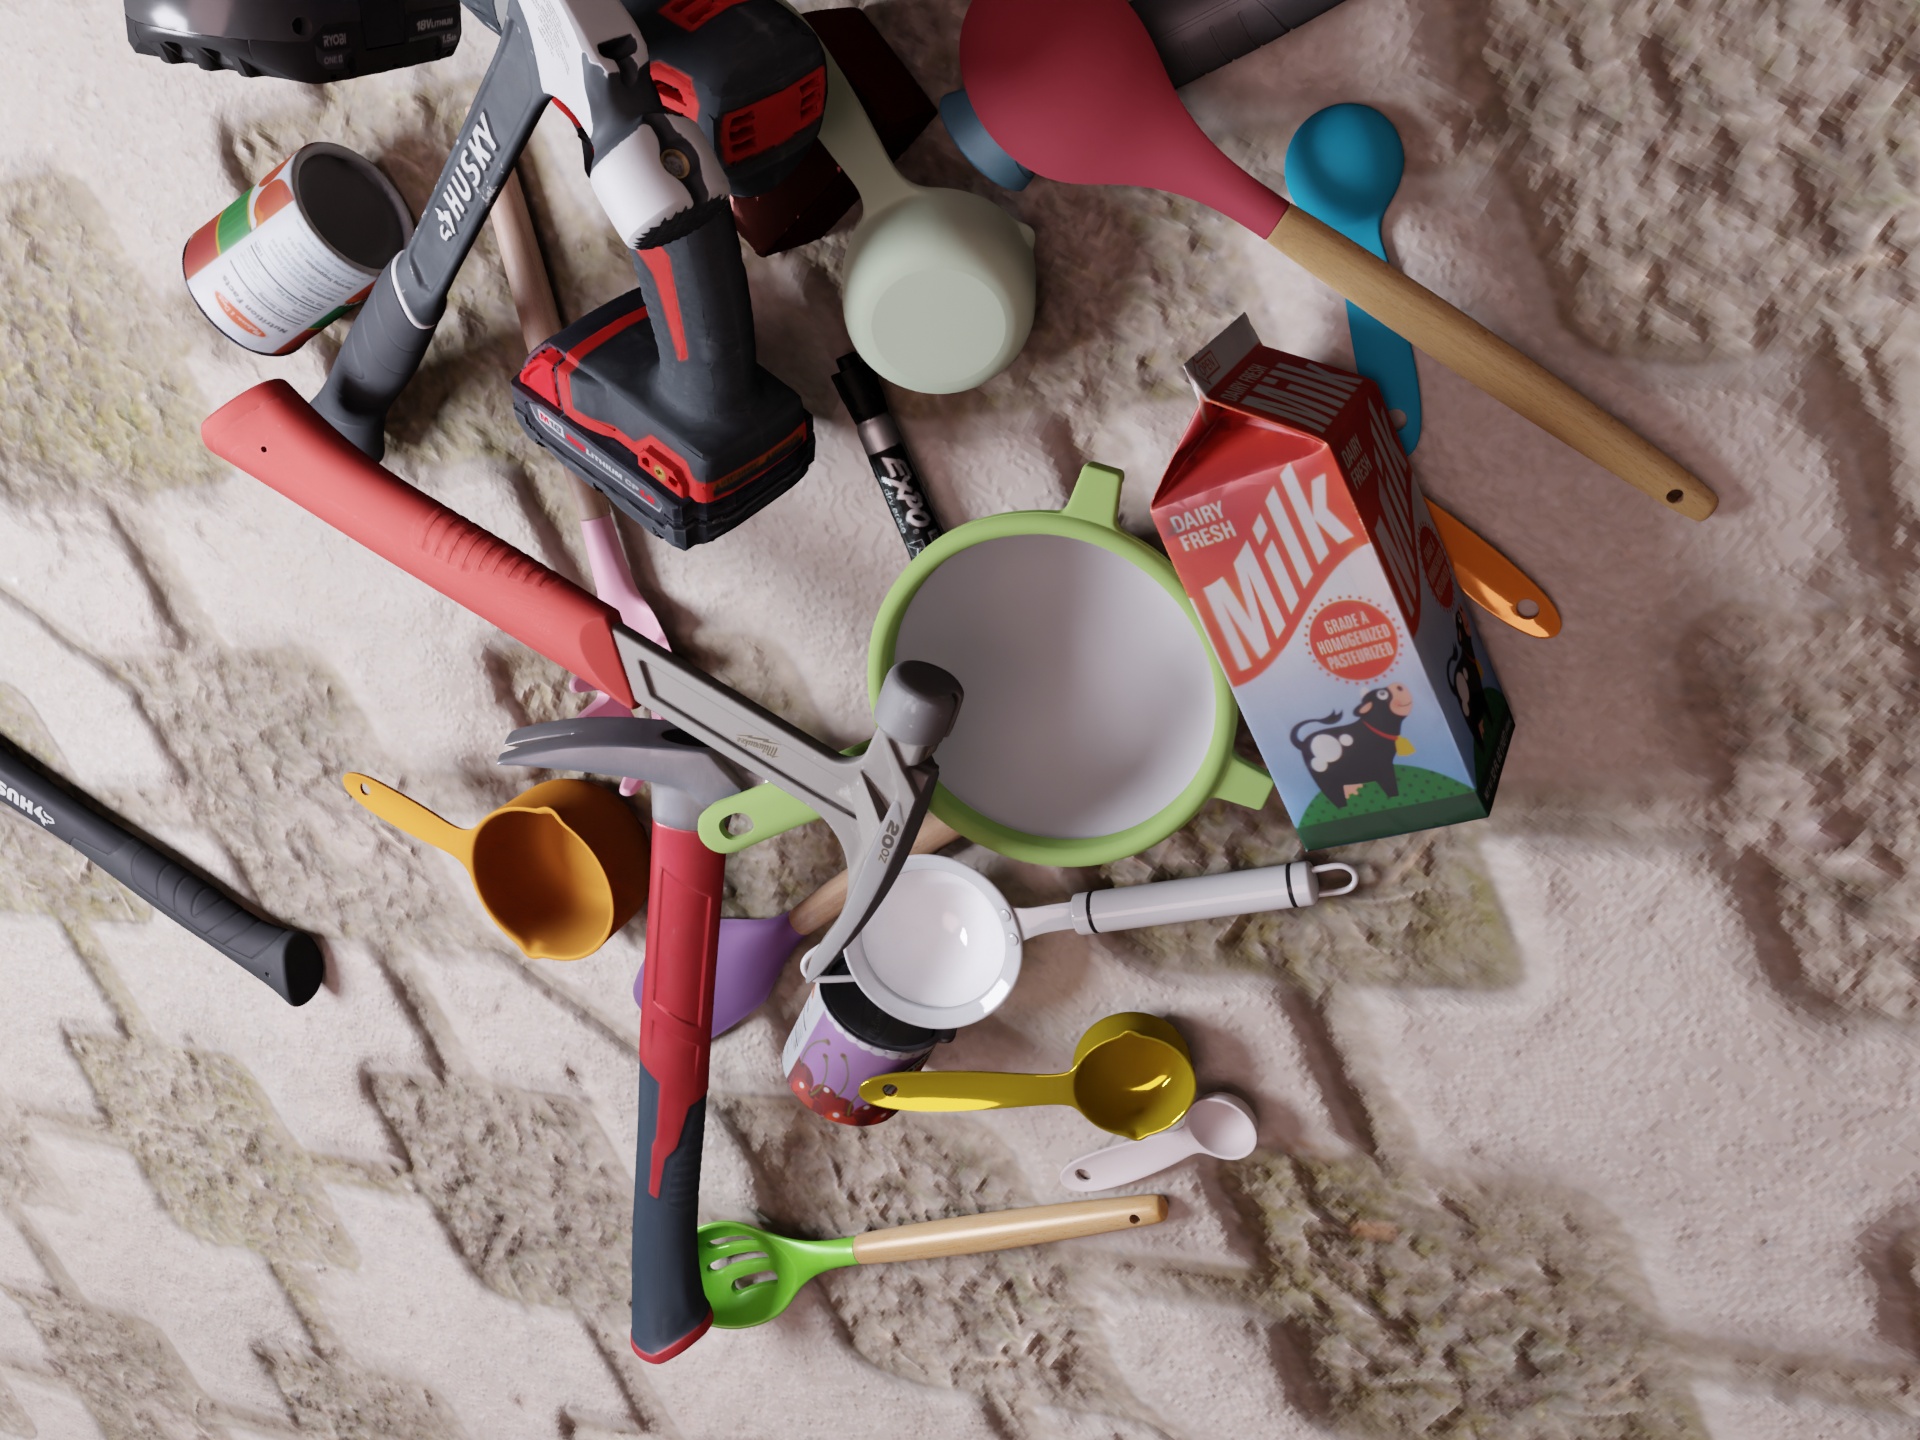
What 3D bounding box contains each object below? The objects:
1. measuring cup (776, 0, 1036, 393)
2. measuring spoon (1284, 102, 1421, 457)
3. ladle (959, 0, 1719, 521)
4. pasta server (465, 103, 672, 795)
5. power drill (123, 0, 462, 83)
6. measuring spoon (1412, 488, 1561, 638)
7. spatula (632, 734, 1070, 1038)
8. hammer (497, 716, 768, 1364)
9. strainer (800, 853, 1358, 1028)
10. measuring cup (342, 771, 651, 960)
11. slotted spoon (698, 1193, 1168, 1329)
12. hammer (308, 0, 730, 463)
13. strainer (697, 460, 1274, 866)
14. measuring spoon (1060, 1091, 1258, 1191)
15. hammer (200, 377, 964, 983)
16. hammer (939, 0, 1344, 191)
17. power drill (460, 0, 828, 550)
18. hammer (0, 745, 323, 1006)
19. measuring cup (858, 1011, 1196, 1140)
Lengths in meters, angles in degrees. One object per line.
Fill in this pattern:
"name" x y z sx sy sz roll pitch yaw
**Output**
"measuring cup" -0.030 -0.187 0.582 0.083 0.038 0.167 -20 136 20
"measuring spoon" 0.146 -0.155 0.572 0.042 0.021 0.128 -9 107 28
"ladle" 0.132 -0.159 0.554 0.315 0.031 0.069 33 132 -3
"pasta server" -0.178 -0.118 0.731 0.060 0.040 0.316 -8 108 14
"power drill" -0.233 -0.358 0.561 0.080 0.191 0.228 13 120 9
"measuring spoon" 0.182 -0.071 0.603 0.117 0.011 0.021 40 129 0
"spatula" -0.064 0.086 0.781 0.316 0.018 0.060 -35 93 33
"hammer" -0.161 0.176 0.806 0.143 0.038 0.386 6 116 -6
"strainer" 0.050 0.088 0.717 0.258 0.050 0.087 -11 103 22
"measuring cup" -0.239 0.057 0.830 0.174 0.052 0.095 24 120 16
"slotted spoon" -0.031 0.281 0.849 0.314 0.031 0.070 -18 104 28
"hammer" -0.209 -0.178 0.613 0.409 0.036 0.149 -17 104 59
"strainer" -0.001 -0.002 0.676 0.256 0.069 0.151 -23 104 27
"measuring spoon" 0.094 0.204 0.766 0.124 0.018 0.034 -33 96 39
"hammer" -0.175 -0.036 0.676 0.359 0.037 0.149 30 119 11
"hammer" 0.138 -0.260 0.523 0.331 0.033 0.128 -17 105 30
"power drill" -0.132 -0.195 0.596 0.188 0.080 0.226 37 149 20
"hammer" -0.534 0.079 0.986 0.335 0.035 0.146 31 121 9
"measuring cup" 0.031 0.164 0.742 0.156 0.029 0.062 -3 114 8
